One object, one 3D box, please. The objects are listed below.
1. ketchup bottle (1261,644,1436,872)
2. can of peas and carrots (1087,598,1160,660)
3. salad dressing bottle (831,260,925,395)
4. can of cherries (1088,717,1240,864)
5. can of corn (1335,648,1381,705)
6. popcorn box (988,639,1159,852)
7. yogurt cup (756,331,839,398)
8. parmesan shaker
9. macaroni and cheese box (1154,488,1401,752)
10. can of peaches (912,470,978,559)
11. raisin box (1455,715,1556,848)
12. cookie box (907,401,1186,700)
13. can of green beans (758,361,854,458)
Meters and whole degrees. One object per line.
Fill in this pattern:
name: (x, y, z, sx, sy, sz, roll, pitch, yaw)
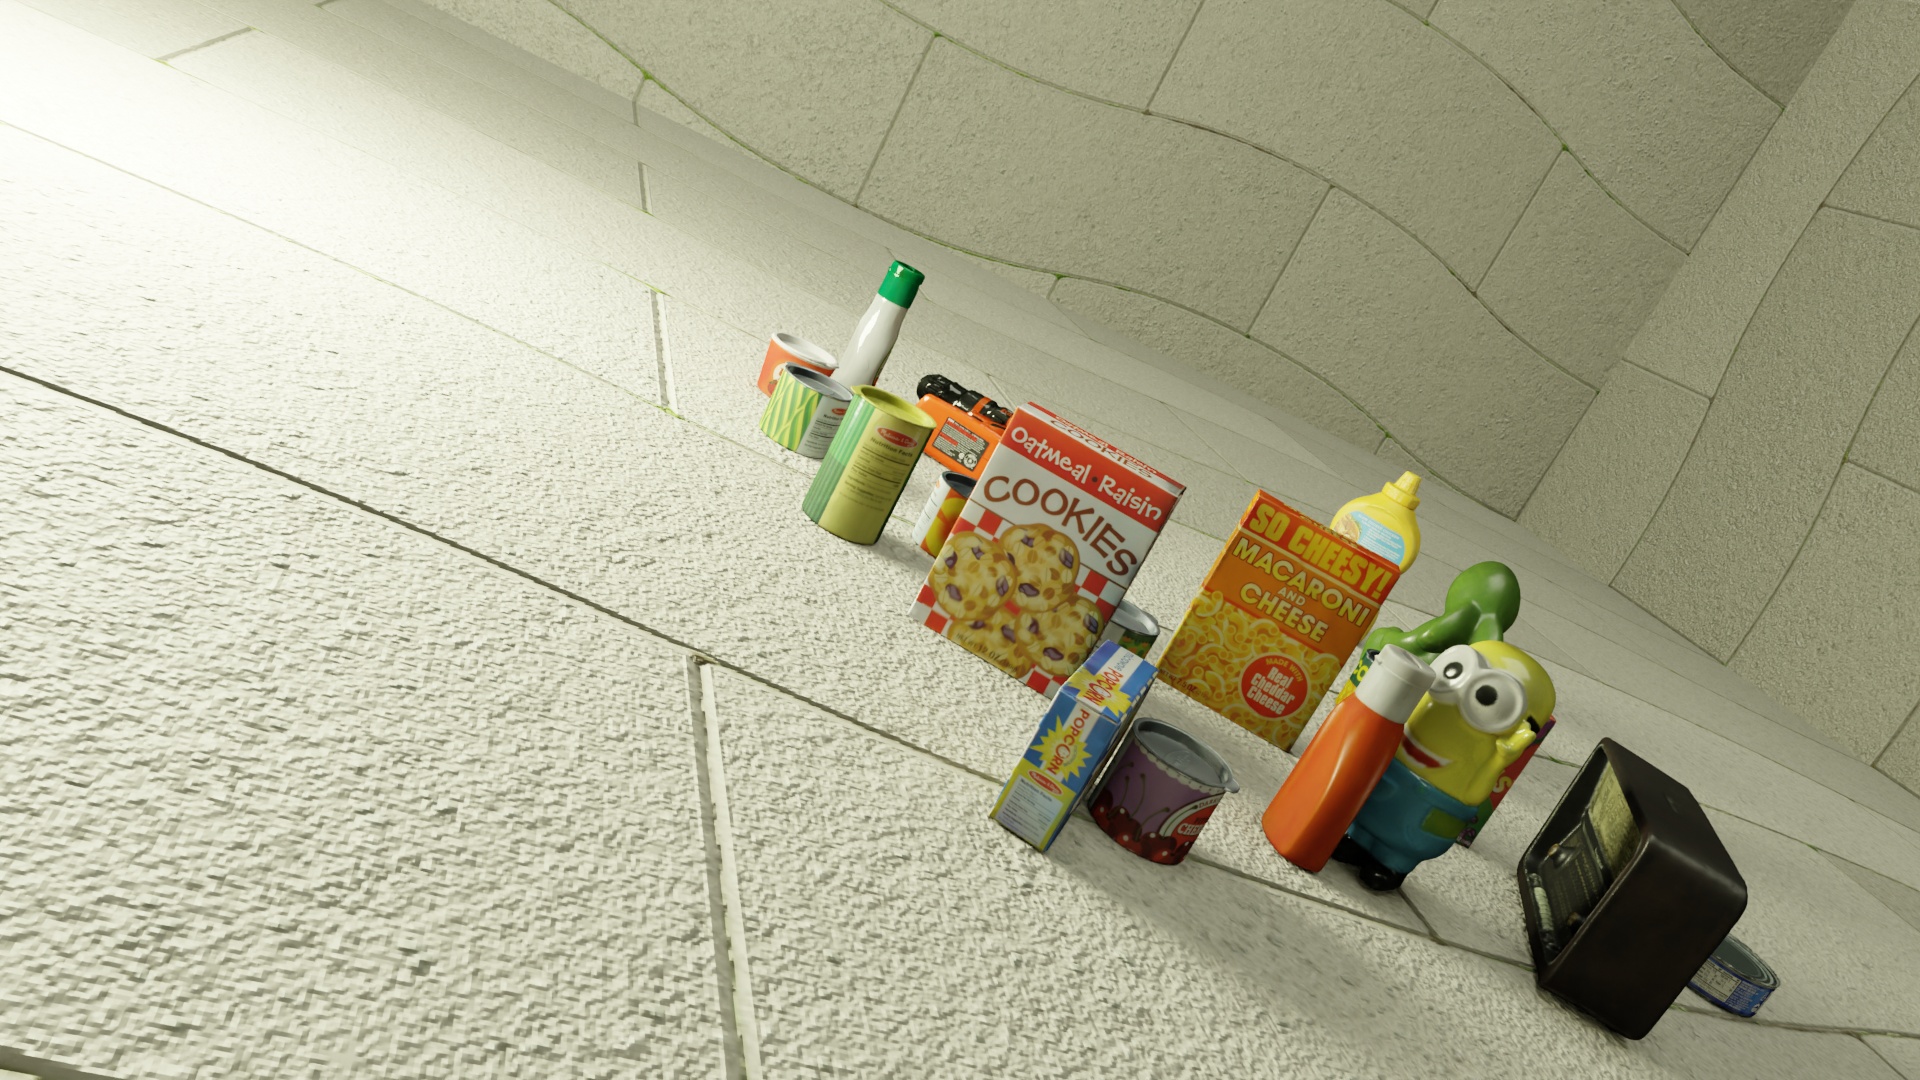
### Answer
ketchup bottle: (0.249, 0.137, 0.890, 0.043, 0.148, 0.065, 26, 16, -7)
can of peas and carrots: (0.104, 0.074, 1.007, 0.071, 0.058, 0.071, 26, 16, -8)
salad dressing bottle: (-0.085, -0.214, 1.425, 0.044, 0.147, 0.064, 25, 16, -11)
can of cherries: (0.118, 0.147, 0.809, 0.071, 0.058, 0.072, 26, 16, -8)
can of corn: (0.381, 0.140, 1.258, 0.071, 0.058, 0.071, 26, 16, -8)
popcorn box: (0.067, 0.112, 0.785, 0.038, 0.085, 0.127, 31, 16, 11)
yogurt cup: (-0.156, -0.158, 1.307, 0.072, 0.053, 0.072, 26, 16, -8)
parmesan shaker: (-0.072, -0.058, 1.047, 0.071, 0.102, 0.071, 26, 16, -8)
macaroni and cheese box: (0.243, 0.062, 1.080, 0.124, 0.166, 0.040, 30, 16, 6)
can of peaches: (0.004, -0.014, 1.118, 0.071, 0.058, 0.071, 26, 16, -8)
raisin box: (0.386, 0.164, 1.075, 0.086, 0.123, 0.040, 26, 16, -6)
cookie box: (0.057, 0.007, 0.943, 0.123, 0.167, 0.040, 30, 16, 8)
can of green beans: (-0.132, -0.111, 1.194, 0.071, 0.057, 0.071, 26, 16, -8)
